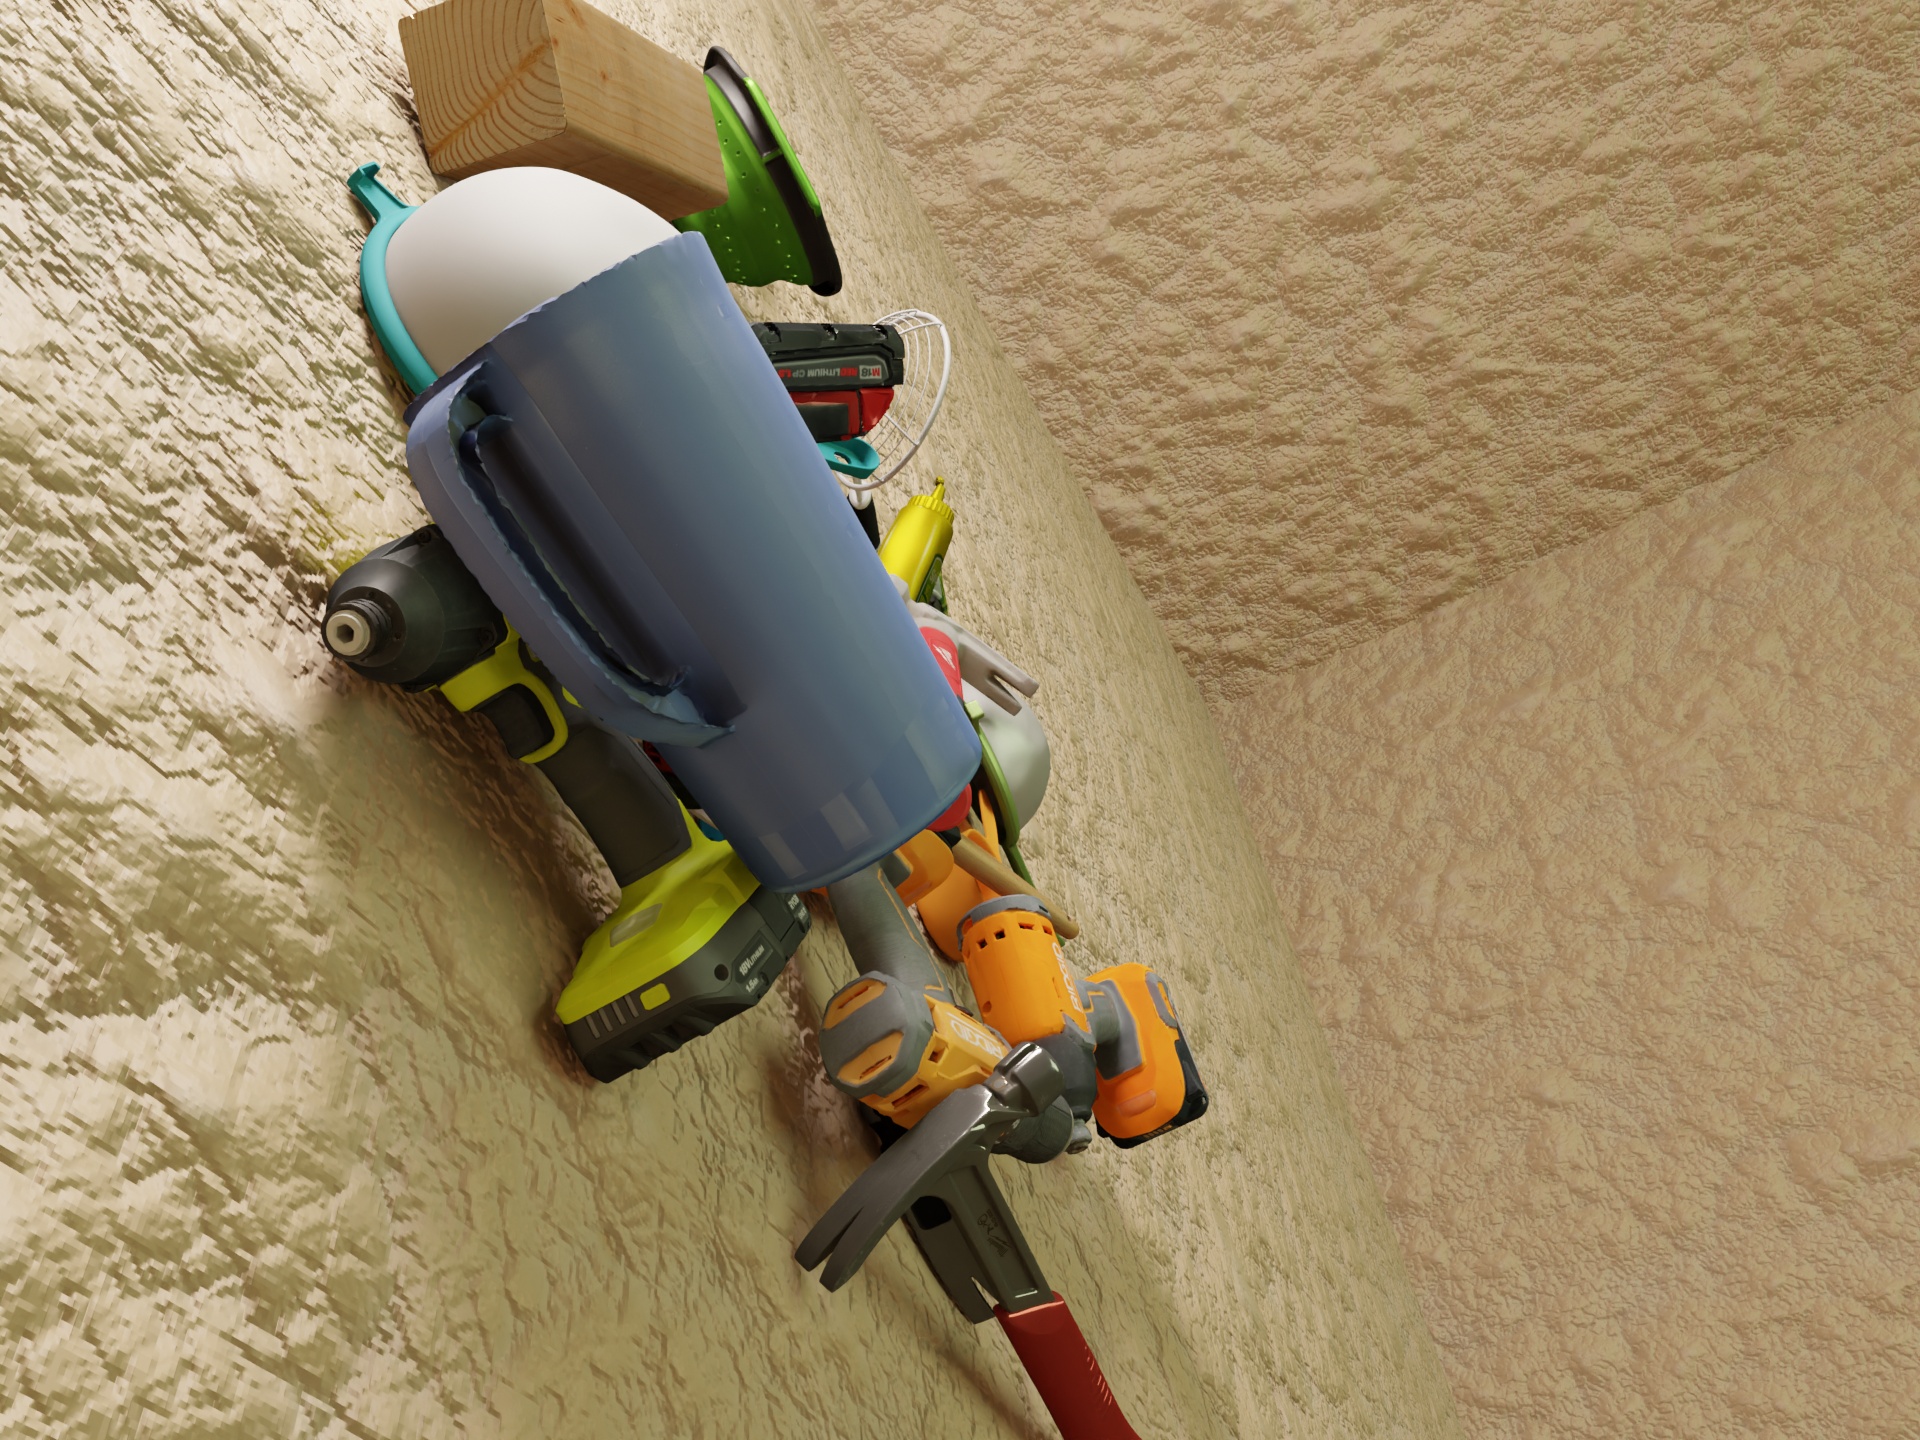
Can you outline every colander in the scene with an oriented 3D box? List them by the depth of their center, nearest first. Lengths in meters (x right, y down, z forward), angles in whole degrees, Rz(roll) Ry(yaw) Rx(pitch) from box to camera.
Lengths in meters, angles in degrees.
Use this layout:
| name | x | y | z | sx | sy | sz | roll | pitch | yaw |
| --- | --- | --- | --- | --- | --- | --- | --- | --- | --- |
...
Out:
| name | x | y | z | sx | sy | sz | roll | pitch | yaw |
| --- | --- | --- | --- | --- | --- | --- | --- | --- | --- |
| colander | -0.194 | -0.422 | 1.327 | 0.204 | 0.094 | 0.397 | 61 | -4 | -12 |

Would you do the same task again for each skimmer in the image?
| name | x | y | z | sx | sy | sz | roll | pitch | yaw |
| --- | --- | --- | --- | --- | --- | --- | --- | --- | --- |
| skimmer | -0.051 | -0.187 | 1.196 | 0.363 | 0.090 | 0.127 | 89 | 11 | -77 |

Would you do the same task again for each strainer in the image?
| name | x | y | z | sx | sy | sz | roll | pitch | yaw |
| --- | --- | --- | --- | --- | --- | --- | --- | --- | --- |
| strainer | -0.140 | -0.197 | 0.843 | 0.340 | 0.095 | 0.211 | 9 | 48 | -50 |
| strainer | 0.053 | 0.067 | 1.289 | 0.256 | 0.069 | 0.152 | 66 | -10 | -18 |

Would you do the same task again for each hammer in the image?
| name | x | y | z | sx | sy | sz | roll | pitch | yaw |
| --- | --- | --- | --- | --- | --- | --- | --- | --- | --- |
| hammer | 0.040 | 0.332 | 0.827 | 0.037 | 0.149 | 0.358 | 23 | -36 | 47 |
| hammer | 0.022 | 0.250 | 1.000 | 0.146 | 0.035 | 0.334 | 65 | 13 | 3 |
| hammer | -0.002 | -0.003 | 1.017 | 0.143 | 0.038 | 0.386 | 36 | 13 | -11 |

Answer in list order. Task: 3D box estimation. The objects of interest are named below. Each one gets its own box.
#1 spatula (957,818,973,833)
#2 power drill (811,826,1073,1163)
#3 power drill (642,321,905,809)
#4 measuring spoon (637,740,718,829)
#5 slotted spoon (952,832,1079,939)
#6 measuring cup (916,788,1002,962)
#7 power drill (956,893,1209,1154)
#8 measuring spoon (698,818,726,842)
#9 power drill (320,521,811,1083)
| name | x | y | z | sx | sy | sz | roll | pitch | yaw |
| --- | --- | --- | --- | --- | --- | --- | --- | --- | --- |
| spatula | -0.021 | 0.069 | 1.199 | 0.322 | 0.041 | 0.081 | 57 | 15 | -45 |
| power drill | -0.021 | 0.132 | 0.867 | 0.185 | 0.084 | 0.226 | 40 | 20 | -45 |
| power drill | -0.075 | -0.078 | 0.782 | 0.188 | 0.080 | 0.226 | -16 | 110 | -51 |
| measuring spoon | -0.136 | 0.044 | 0.802 | 0.124 | 0.018 | 0.034 | 40 | 36 | -58 |
| slotted spoon | -0.025 | 0.067 | 1.029 | 0.313 | 0.031 | 0.070 | 38 | 27 | -32 |
| measuring cup | 0.002 | 0.106 | 1.153 | 0.095 | 0.052 | 0.174 | 58 | 13 | -25 |
| power drill | 0.086 | 0.220 | 1.062 | 0.226 | 0.084 | 0.164 | 37 | 29 | -54 |
| measuring spoon | -0.141 | 0.024 | 0.846 | 0.042 | 0.021 | 0.129 | 34 | 41 | -52 |
| power drill | -0.160 | 0.023 | 0.642 | 0.223 | 0.080 | 0.171 | 59 | 13 | -6 |
